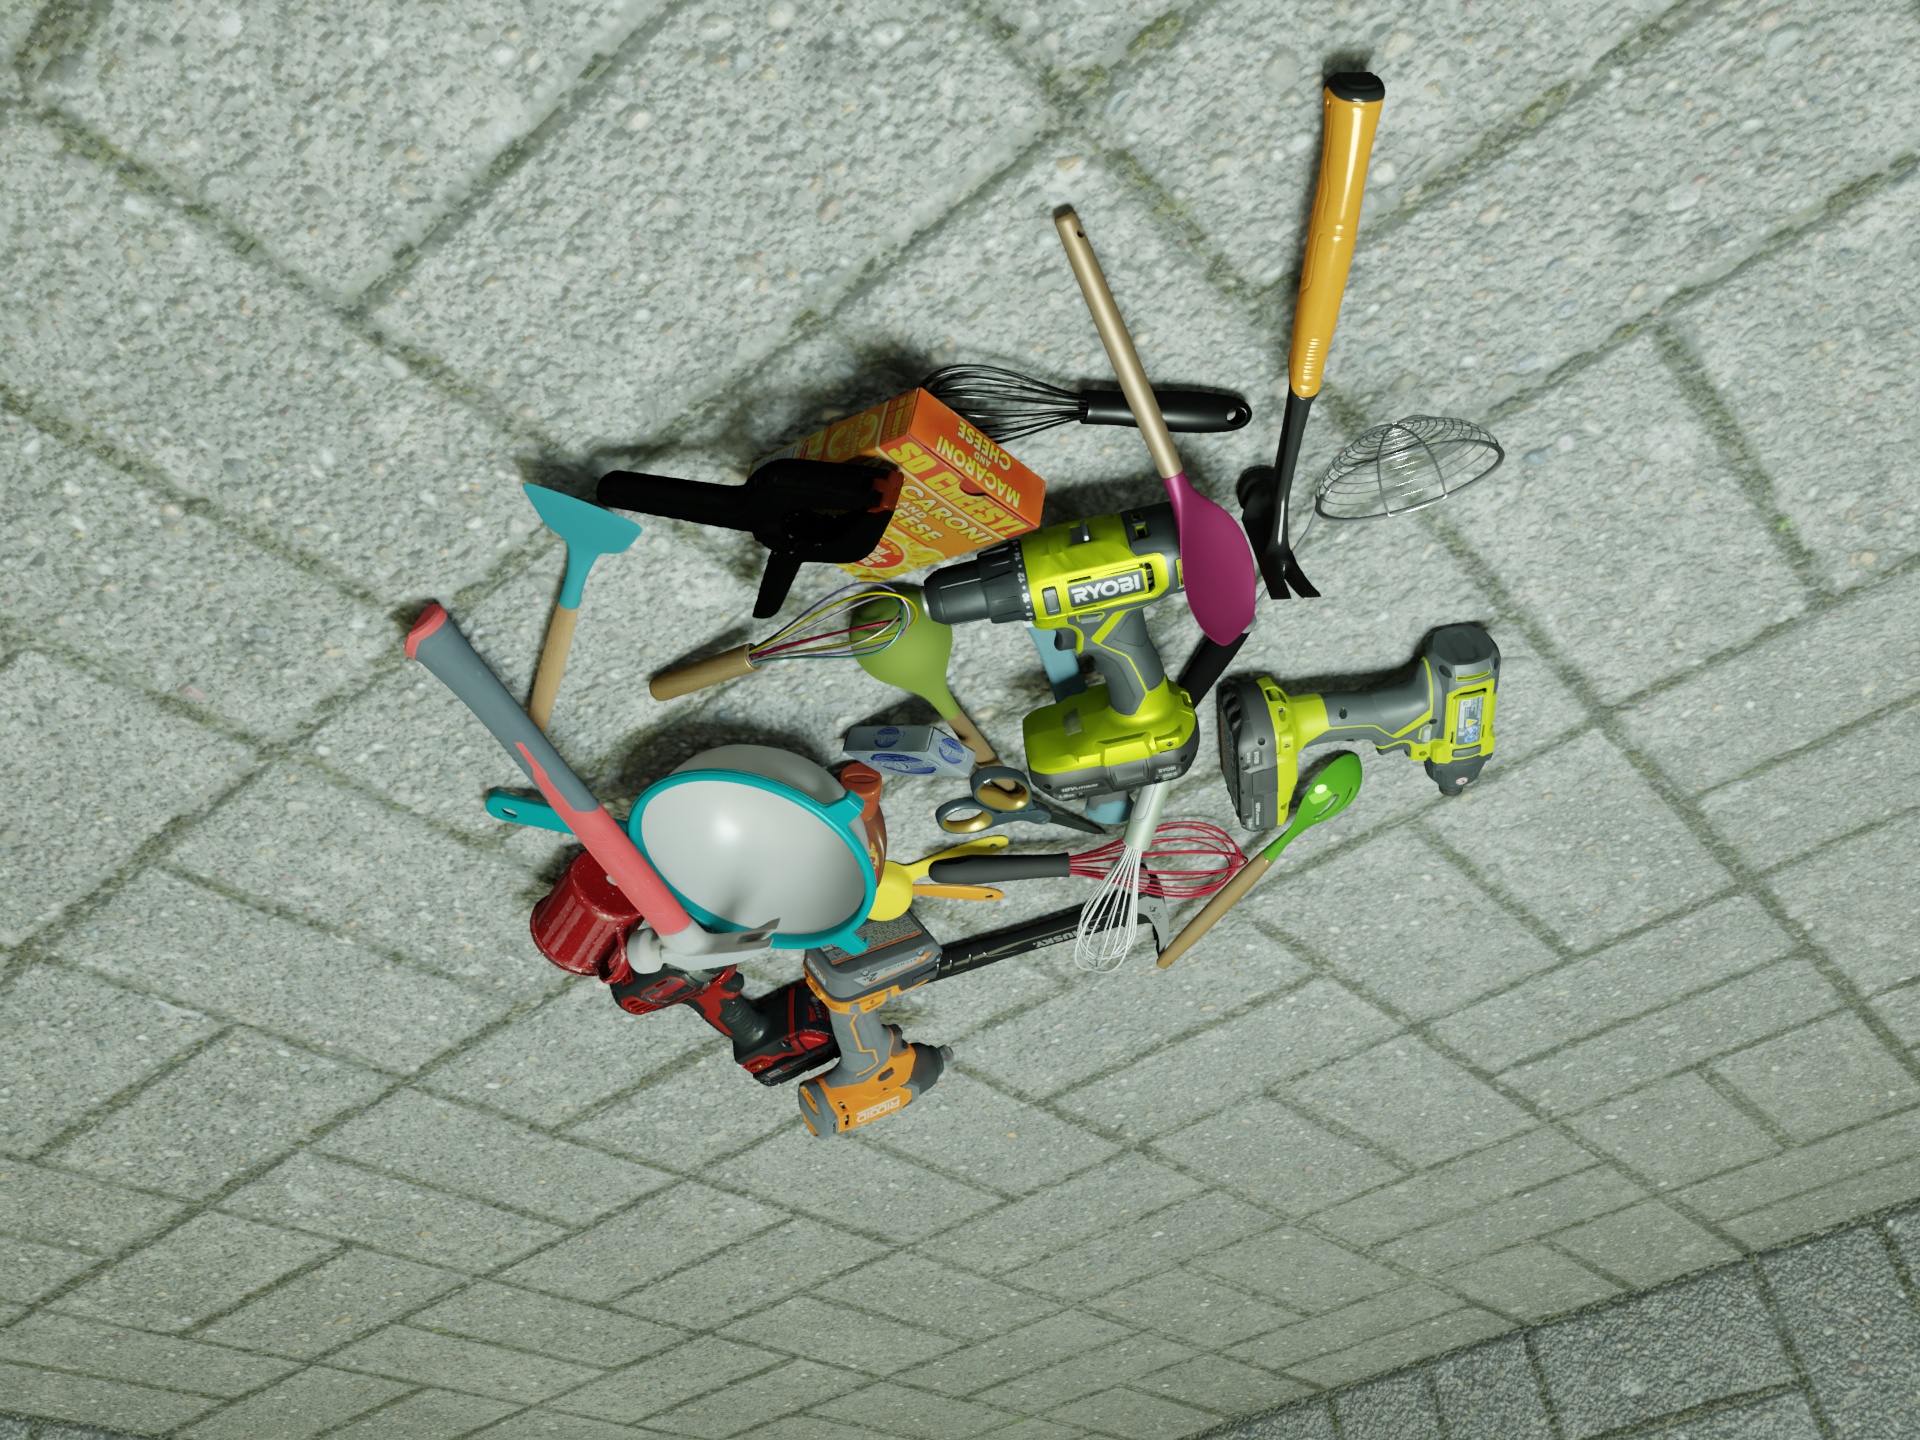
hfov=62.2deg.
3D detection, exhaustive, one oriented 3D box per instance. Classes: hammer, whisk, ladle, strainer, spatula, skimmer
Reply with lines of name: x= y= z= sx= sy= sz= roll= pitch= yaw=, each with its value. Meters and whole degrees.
hammer: x=0.221 y=-0.235 z=1.000 sx=0.034 sy=0.127 sz=0.336 roll=-3 pitch=135 yaw=-4
whisk: x=-0.135 y=-0.051 z=1.186 sx=0.245 sy=0.051 sz=0.047 roll=-16 pitch=171 yaw=30
ladle: x=-0.002 y=-0.004 z=1.300 sx=0.078 sy=0.062 sz=0.319 roll=-26 pitch=145 yaw=7
strainer: x=-0.223 y=0.077 z=1.331 sx=0.340 sy=0.095 sz=0.210 roll=11 pitch=135 yaw=10
spatula: x=-0.297 y=-0.063 z=1.168 sx=0.082 sy=0.044 sz=0.317 roll=20 pitch=137 yaw=-9
whisk: x=0.083 y=-0.205 z=1.056 sx=0.239 sy=0.055 sz=0.055 roll=-1 pitch=141 yaw=-15
skimmer: x=0.262 y=-0.093 z=1.185 sx=0.090 sy=0.127 sz=0.363 roll=41 pitch=140 yaw=10
hammer: x=0.047 y=0.227 z=1.586 sx=0.335 sy=0.035 sz=0.146 roll=-19 pitch=139 yaw=13
whisk: x=0.150 y=0.114 z=1.391 sx=0.059 sy=0.058 sz=0.246 roll=0 pitch=115 yaw=-38
hammer: x=-0.291 y=0.061 z=1.243 sx=0.143 sy=0.038 sz=0.385 roll=-12 pitch=128 yaw=26
whisk: x=0.118 y=0.131 z=1.453 sx=0.296 sy=0.073 sz=0.073 roll=-2 pitch=141 yaw=-5
hammer: x=0.092 y=-0.014 z=1.301 sx=0.128 sy=0.033 sz=0.330 roll=-14 pitch=141 yaw=9

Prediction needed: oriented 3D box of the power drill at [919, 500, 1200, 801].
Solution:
power drill: x=0.083 y=-0.048 z=1.170 sx=0.190 sy=0.080 sz=0.228 roll=-12 pitch=133 yaw=5

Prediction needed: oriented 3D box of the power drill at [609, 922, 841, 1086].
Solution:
power drill: x=-0.204 y=0.262 z=1.558 sx=0.188 sy=0.080 sz=0.226 roll=-29 pitch=133 yaw=23

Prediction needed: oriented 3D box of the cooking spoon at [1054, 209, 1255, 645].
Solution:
cooking spoon: x=0.128 y=-0.183 z=1.033 sx=0.069 sy=0.017 sz=0.318 roll=-43 pitch=122 yaw=-24

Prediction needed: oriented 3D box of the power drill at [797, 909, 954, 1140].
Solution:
power drill: x=-0.075 y=0.291 z=1.539 sx=0.164 sy=0.084 sz=0.226 roll=-16 pitch=127 yaw=-28

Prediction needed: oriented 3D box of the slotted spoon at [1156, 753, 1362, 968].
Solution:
slotted spoon: x=0.276 y=0.142 z=1.496 sx=0.070 sy=0.031 sz=0.313 roll=-3 pitch=142 yaw=-42

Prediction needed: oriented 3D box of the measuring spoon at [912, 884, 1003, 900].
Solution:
measuring spoon: x=-0.014 y=0.167 z=1.520 sx=0.117 sy=0.011 sz=0.021 roll=5 pitch=139 yaw=-15

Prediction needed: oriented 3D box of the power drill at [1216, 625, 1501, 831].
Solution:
power drill: x=0.335 y=0.017 z=1.335 sx=0.223 sy=0.080 sz=0.171 roll=-11 pitch=133 yaw=1

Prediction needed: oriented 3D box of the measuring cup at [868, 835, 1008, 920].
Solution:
measuring cup: x=-0.027 y=0.143 z=1.469 sx=0.156 sy=0.029 sz=0.062 roll=-21 pitch=125 yaw=12
